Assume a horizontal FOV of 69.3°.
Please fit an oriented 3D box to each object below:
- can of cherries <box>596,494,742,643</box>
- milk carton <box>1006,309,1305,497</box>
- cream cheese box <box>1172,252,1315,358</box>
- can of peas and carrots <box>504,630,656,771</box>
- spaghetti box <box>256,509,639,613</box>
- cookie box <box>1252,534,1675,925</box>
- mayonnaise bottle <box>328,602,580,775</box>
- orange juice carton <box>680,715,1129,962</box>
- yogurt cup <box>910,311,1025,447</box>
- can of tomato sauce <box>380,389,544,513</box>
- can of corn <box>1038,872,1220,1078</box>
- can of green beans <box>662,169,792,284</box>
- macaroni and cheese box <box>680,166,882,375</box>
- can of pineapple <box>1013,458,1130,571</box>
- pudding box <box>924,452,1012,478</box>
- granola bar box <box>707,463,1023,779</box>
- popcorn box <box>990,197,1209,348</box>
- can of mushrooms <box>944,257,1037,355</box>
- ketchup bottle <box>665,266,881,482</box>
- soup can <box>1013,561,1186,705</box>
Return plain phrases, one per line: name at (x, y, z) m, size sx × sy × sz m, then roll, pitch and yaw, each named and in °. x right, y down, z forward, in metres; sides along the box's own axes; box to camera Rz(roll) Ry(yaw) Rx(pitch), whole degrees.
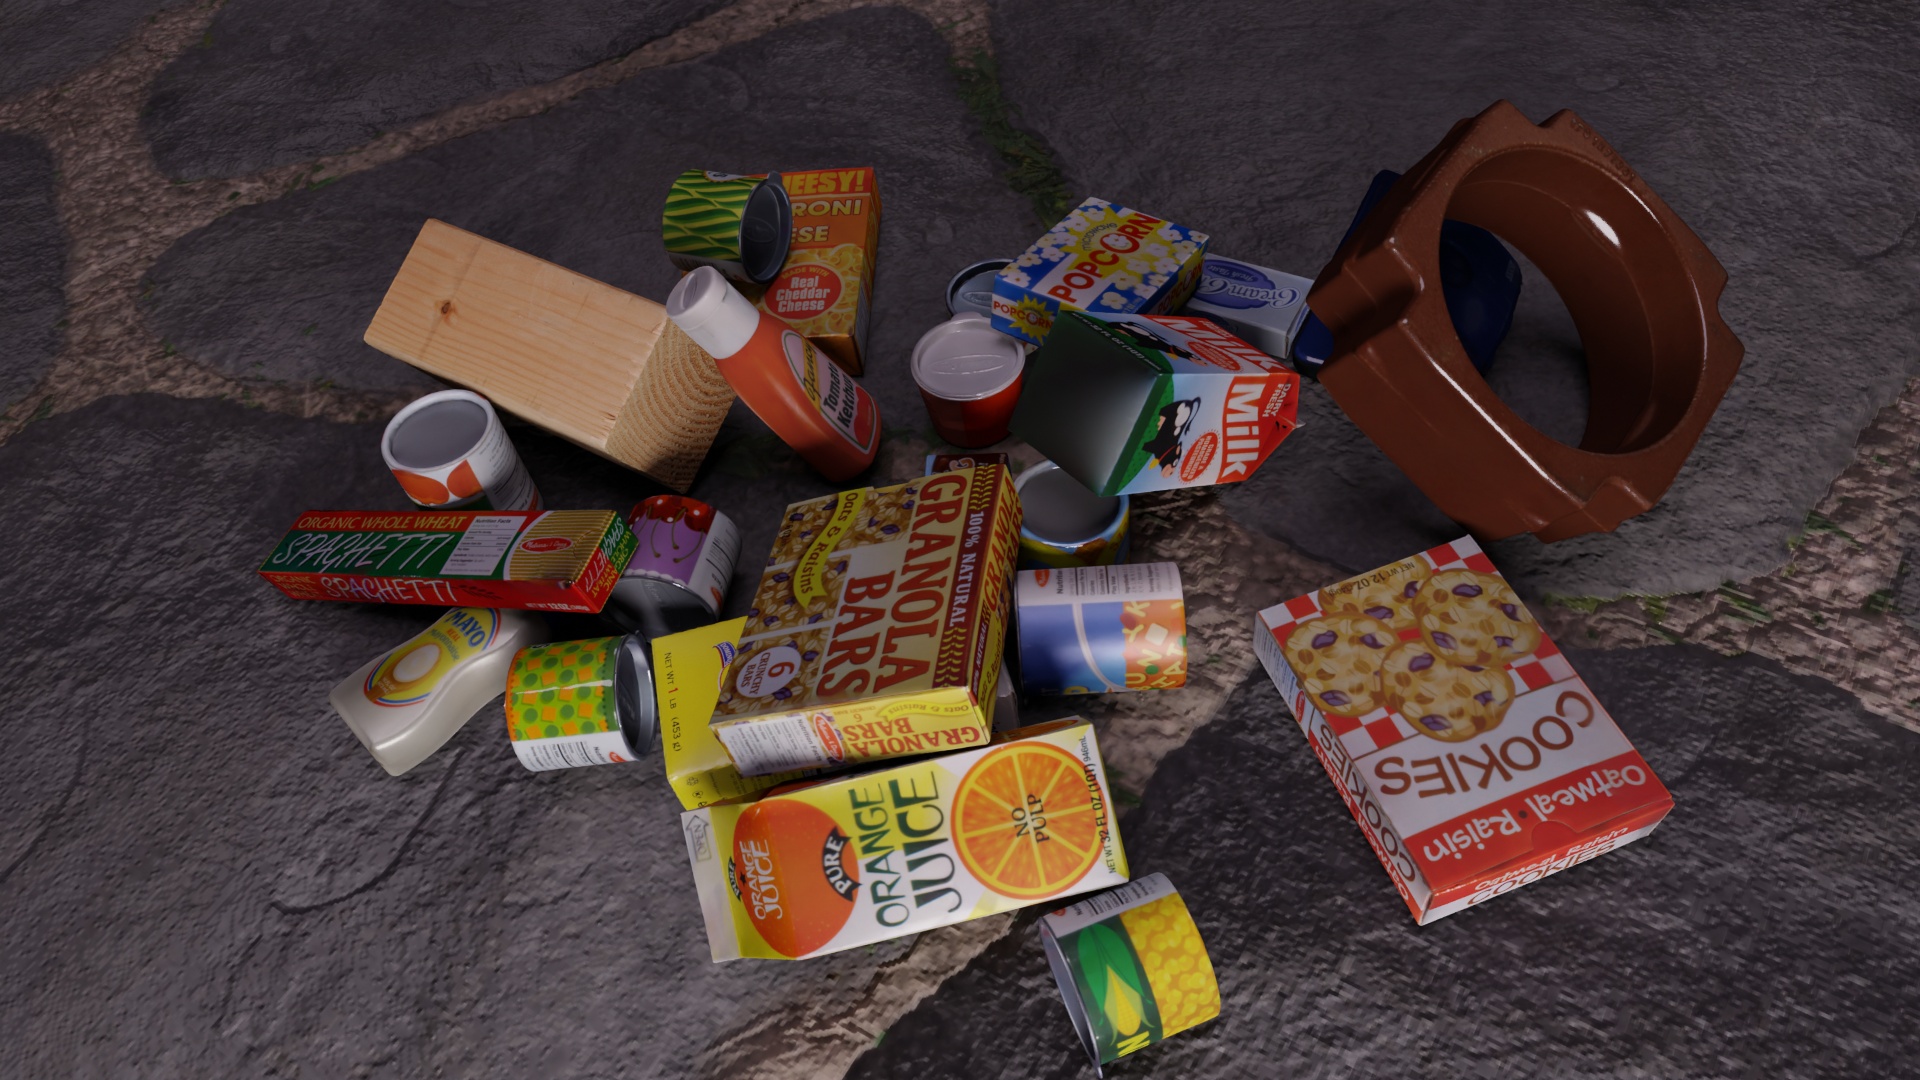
can of cherries at (-0.162, 0.016, 0.766) m, size 0.071 × 0.071 × 0.059 m, roll 4°, pitch 52°, yaw 10°
milk carton at (0.121, -0.078, 0.770) m, size 0.072 × 0.073 × 0.191 m, roll 38°, pitch 28°, yaw 30°
cream cheese box at (0.169, -0.154, 0.886) m, size 0.104 × 0.024 × 0.053 m, roll 20°, pitch 58°, yaw 22°
can of peas and carrots at (-0.195, 0.082, 0.719) m, size 0.059 × 0.070 × 0.071 m, roll -7°, pitch 51°, yaw 3°
spaghetti box at (-0.290, 0.009, 0.772) m, size 0.250 × 0.028 × 0.050 m, roll 1°, pitch 50°, yaw 28°
cookie box at (0.237, 0.086, 0.676) m, size 0.123 × 0.040 × 0.168 m, roll -19°, pitch 52°, yaw -8°
mayonnaise bottle at (-0.265, 0.060, 0.761) m, size 0.148 × 0.041 × 0.065 m, roll -40°, pitch 53°, yaw -22°
orange juice carton at (-0.027, 0.137, 0.635) m, size 0.193 × 0.073 × 0.072 m, roll -13°, pitch 86°, yaw -2°
yogurt cup at (0.007, -0.093, 0.839) m, size 0.072 × 0.053 × 0.073 m, roll -4°, pitch 52°, yaw 5°
can of tomato sauce at (-0.293, -0.037, 0.815) m, size 0.071 × 0.082 × 0.071 m, roll -4°, pitch 51°, yaw 5°
can of corn at (0.074, 0.187, 0.603) m, size 0.058 × 0.070 × 0.071 m, roll -19°, pitch 52°, yaw -8°
can of green beans at (-0.148, -0.200, 0.885) m, size 0.058 × 0.071 × 0.071 m, roll 13°, pitch 55°, yaw 19°
macaroni and cheese box at (-0.122, -0.180, 0.934) m, size 0.124 × 0.040 × 0.167 m, roll -2°, pitch 52°, yaw 6°
can of pineapple at (0.061, -0.004, 0.759) m, size 0.071 × 0.057 × 0.071 m, roll -3°, pitch 51°, yaw 4°
pudding box at (0.003, -0.010, 0.789) m, size 0.050 × 0.030 × 0.084 m, roll -1°, pitch 52°, yaw 8°
granola bar box at (-0.040, 0.034, 0.673) m, size 0.124 × 0.039 × 0.166 m, roll -10°, pitch 36°, yaw 17°
popcorn box at (0.085, -0.156, 0.837) m, size 0.085 × 0.038 × 0.127 m, roll 24°, pitch 44°, yaw 21°
can of mushrooms at (0.023, -0.147, 0.893) m, size 0.071 × 0.033 × 0.071 m, roll -3°, pitch 52°, yaw 4°
ketchup bottle at (-0.105, -0.097, 0.797) m, size 0.043 × 0.148 × 0.065 m, roll -23°, pitch 47°, yaw 26°
soup can at (0.071, 0.048, 0.714) m, size 0.084 × 0.071 × 0.072 m, roll -3°, pitch 52°, yaw 4°
